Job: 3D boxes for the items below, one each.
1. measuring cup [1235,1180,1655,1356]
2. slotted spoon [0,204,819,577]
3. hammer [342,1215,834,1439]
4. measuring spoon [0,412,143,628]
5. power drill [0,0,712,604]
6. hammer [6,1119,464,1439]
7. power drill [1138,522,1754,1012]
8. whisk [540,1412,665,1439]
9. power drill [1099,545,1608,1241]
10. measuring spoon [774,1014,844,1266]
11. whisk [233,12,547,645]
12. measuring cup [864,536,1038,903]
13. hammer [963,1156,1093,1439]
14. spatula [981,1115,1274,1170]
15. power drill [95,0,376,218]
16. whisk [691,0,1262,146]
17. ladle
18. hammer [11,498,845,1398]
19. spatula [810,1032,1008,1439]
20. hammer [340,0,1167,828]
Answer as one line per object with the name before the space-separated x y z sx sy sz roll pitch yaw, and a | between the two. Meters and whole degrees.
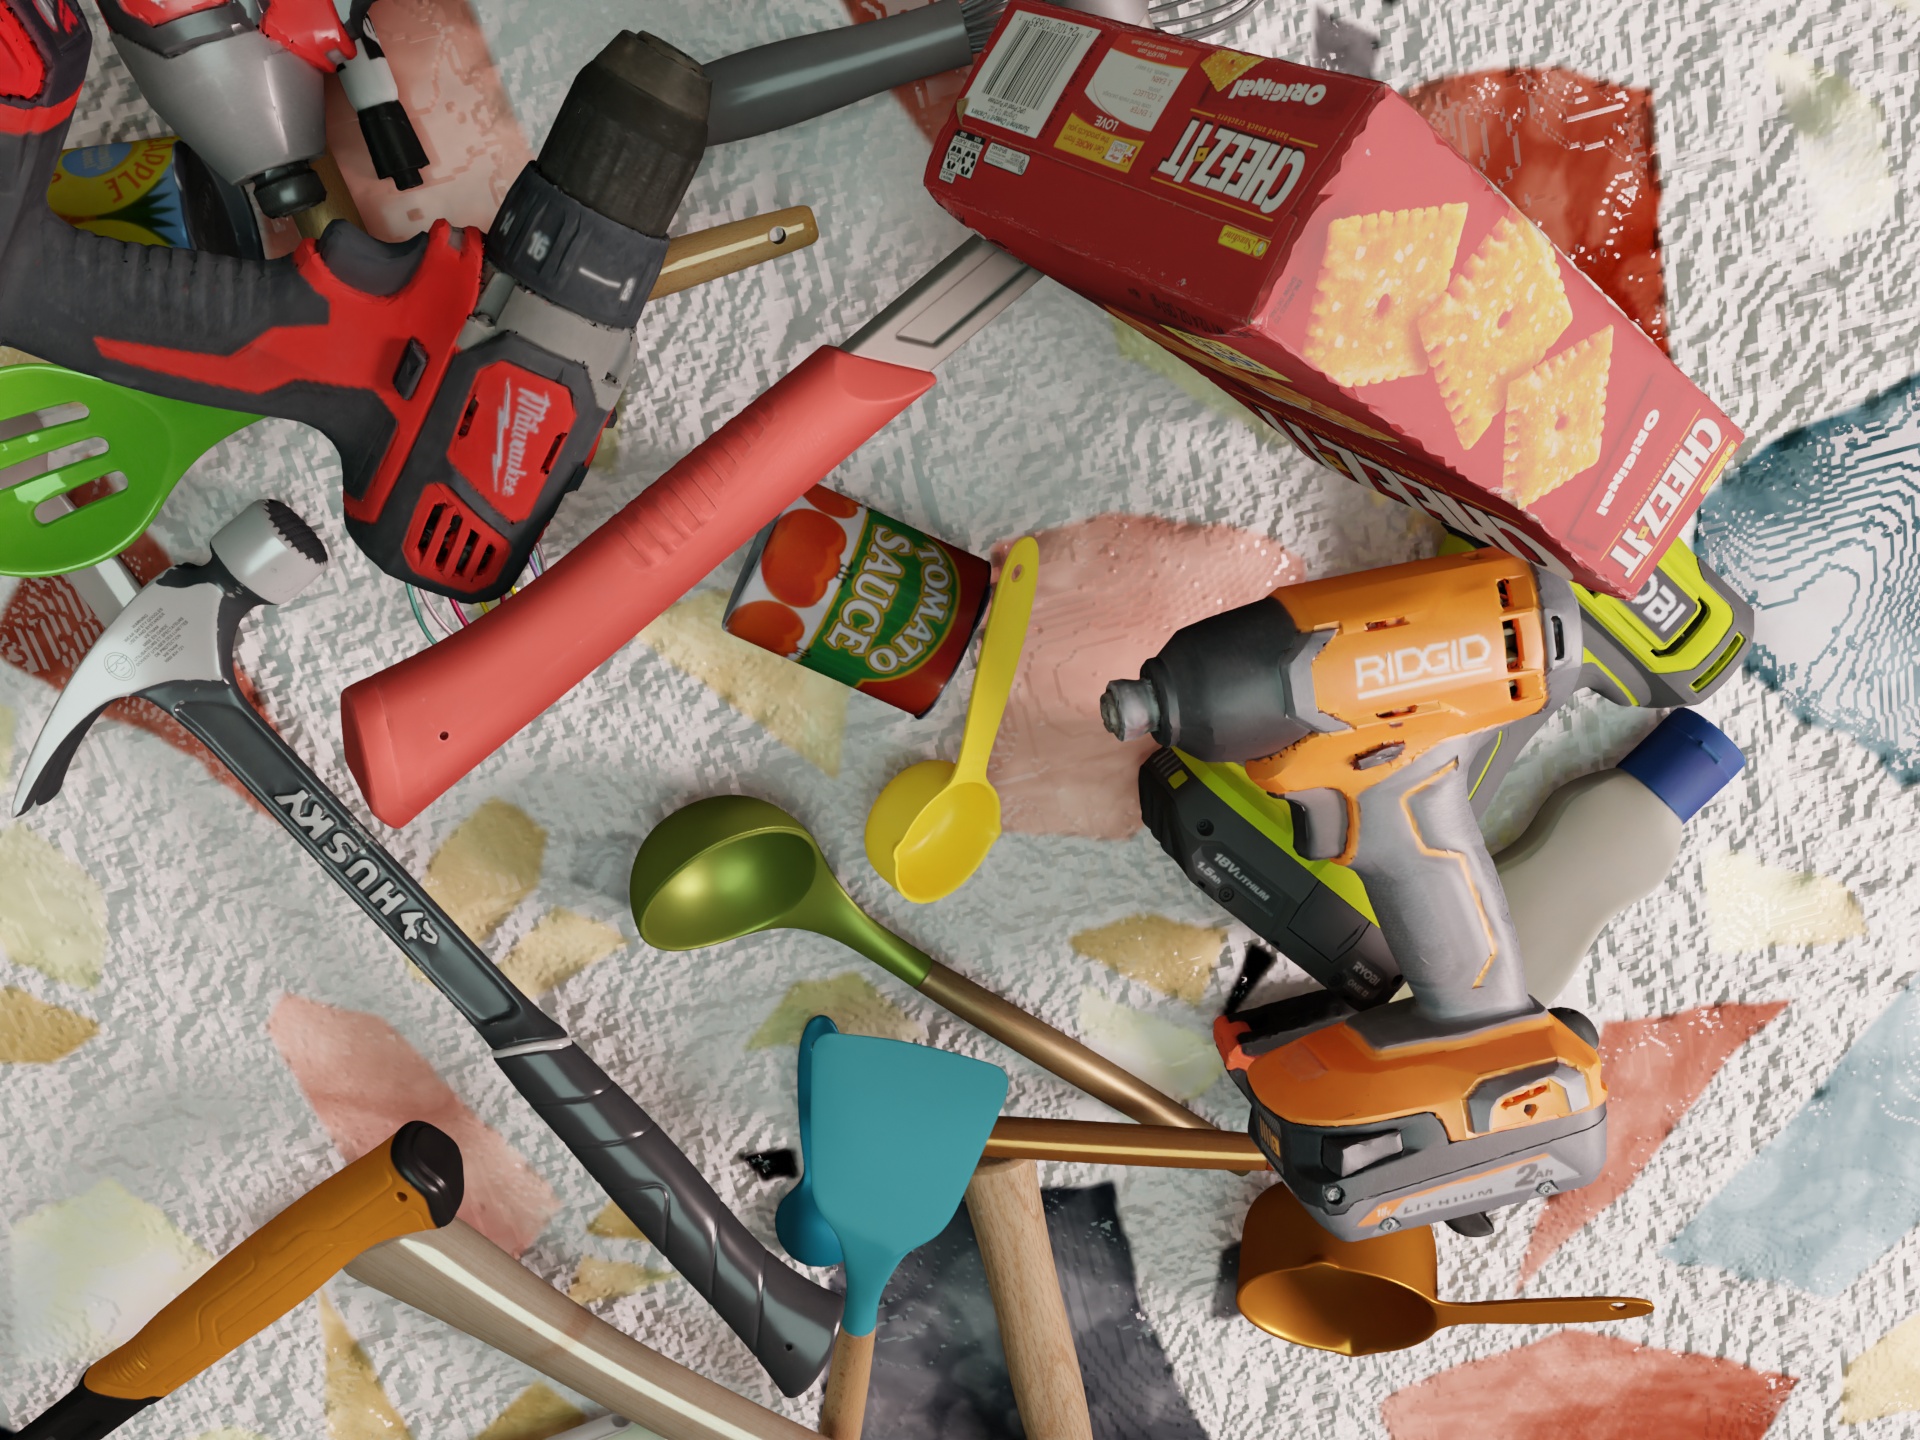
measuring cup | 0.209 0.237 0.701 0.173 0.052 0.095 -7 134 19
slotted spoon | -0.198 -0.121 0.541 0.313 0.031 0.070 -18 115 -3
hammer | -0.085 0.330 0.706 0.410 0.038 0.146 29 123 -3
measuring spoon | -0.331 -0.064 0.591 0.034 0.018 0.124 -28 110 4
power drill | -0.198 -0.151 0.467 0.226 0.080 0.188 22 111 -28
hammer | -0.341 0.261 0.668 0.337 0.034 0.127 -36 109 15
power drill | 0.182 -0.011 0.634 0.171 0.080 0.223 38 97 -16
whisk | -0.253 0.365 0.731 0.246 0.058 0.059 -19 101 -4
power drill | 0.141 0.060 0.567 0.164 0.084 0.226 -11 101 -7
measuring spoon | -0.062 0.190 0.702 0.042 0.021 0.128 -1 110 -6
whisk | -0.207 -0.128 0.573 0.051 0.047 0.245 -20 105 1
measuring cup | -0.001 -0.002 0.627 0.062 0.029 0.156 -6 118 -46
hammer | 0.050 0.343 0.761 0.130 0.031 0.331 -12 109 -1
spatula | 0.105 0.176 0.681 0.322 0.041 0.081 2 130 5
power drill | -0.164 -0.257 0.500 0.219 0.079 0.143 -21 109 -4
whisk | -0.001 -0.241 0.551 0.239 0.055 0.055 -16 110 4
ladle | 0.005 0.127 0.672 0.320 0.062 0.078 33 117 -18
hammer | -0.187 0.117 0.626 0.149 0.036 0.408 -38 101 3
spatula | -0.045 0.279 0.714 0.082 0.044 0.317 11 120 1
hammer | -0.050 -0.089 0.530 0.359 0.037 0.149 -42 132 -7
